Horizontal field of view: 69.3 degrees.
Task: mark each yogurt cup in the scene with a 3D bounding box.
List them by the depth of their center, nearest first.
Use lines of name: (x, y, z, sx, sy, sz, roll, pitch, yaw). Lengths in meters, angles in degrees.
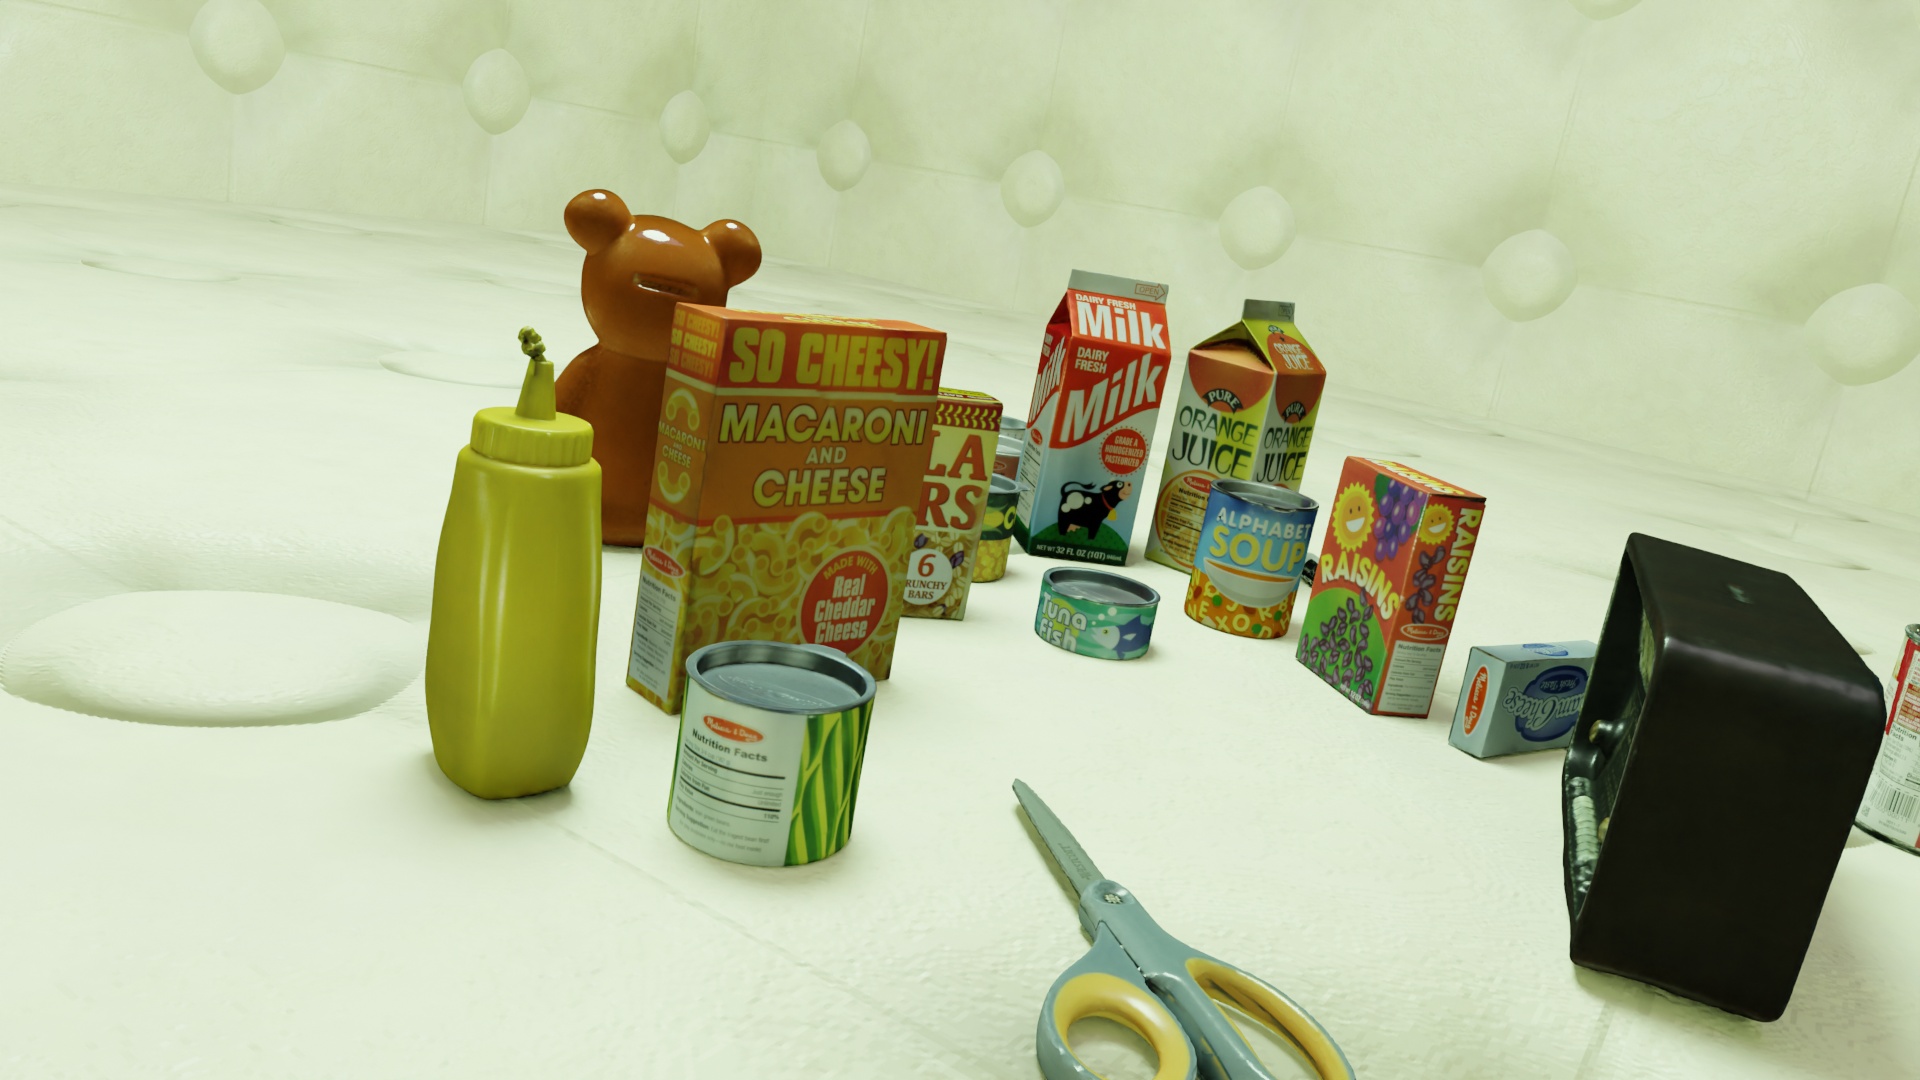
yogurt cup: (0.020, -0.048, 1.033, 0.072, 0.053, 0.072, 10, 14, -2)

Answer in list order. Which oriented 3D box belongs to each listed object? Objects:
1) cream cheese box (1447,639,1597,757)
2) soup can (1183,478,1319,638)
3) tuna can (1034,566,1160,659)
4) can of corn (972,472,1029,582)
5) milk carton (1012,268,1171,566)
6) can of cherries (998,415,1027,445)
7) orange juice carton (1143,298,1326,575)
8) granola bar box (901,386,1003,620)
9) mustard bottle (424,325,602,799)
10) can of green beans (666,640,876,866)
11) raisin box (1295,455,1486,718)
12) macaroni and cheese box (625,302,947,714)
cream cheese box: (0.298, 0.081, 0.721, 0.104, 0.053, 0.024, 0, 17, -34)
soup can: (0.177, 0.011, 0.849, 0.071, 0.083, 0.071, 10, 14, -2)
tuna can: (0.074, 0.040, 0.767, 0.071, 0.032, 0.071, 10, 14, -2)
can of corn: (0.003, -0.011, 0.864, 0.071, 0.058, 0.071, 10, 14, -2)
milk carton: (0.090, -0.086, 0.948, 0.072, 0.190, 0.073, 7, 14, -12)
can of cherries: (0.017, -0.070, 1.104, 0.071, 0.058, 0.071, 10, 14, -2)
orange juice carton: (0.193, -0.071, 0.960, 0.073, 0.192, 0.072, 22, 18, 39)
granola bar box: (-0.068, -0.026, 0.737, 0.166, 0.124, 0.039, 5, 14, -21)
mustard bottle: (-0.151, 0.006, 0.479, 0.049, 0.159, 0.065, -2, 18, -40)
can of green beans: (-0.066, 0.073, 0.486, 0.071, 0.057, 0.071, 10, 14, -2)
raisin box: (0.233, 0.023, 0.759, 0.040, 0.123, 0.086, 6, 14, -16)
macaroni and cheese box: (-0.075, -0.015, 0.605, 0.124, 0.166, 0.040, -4, 19, -45)
